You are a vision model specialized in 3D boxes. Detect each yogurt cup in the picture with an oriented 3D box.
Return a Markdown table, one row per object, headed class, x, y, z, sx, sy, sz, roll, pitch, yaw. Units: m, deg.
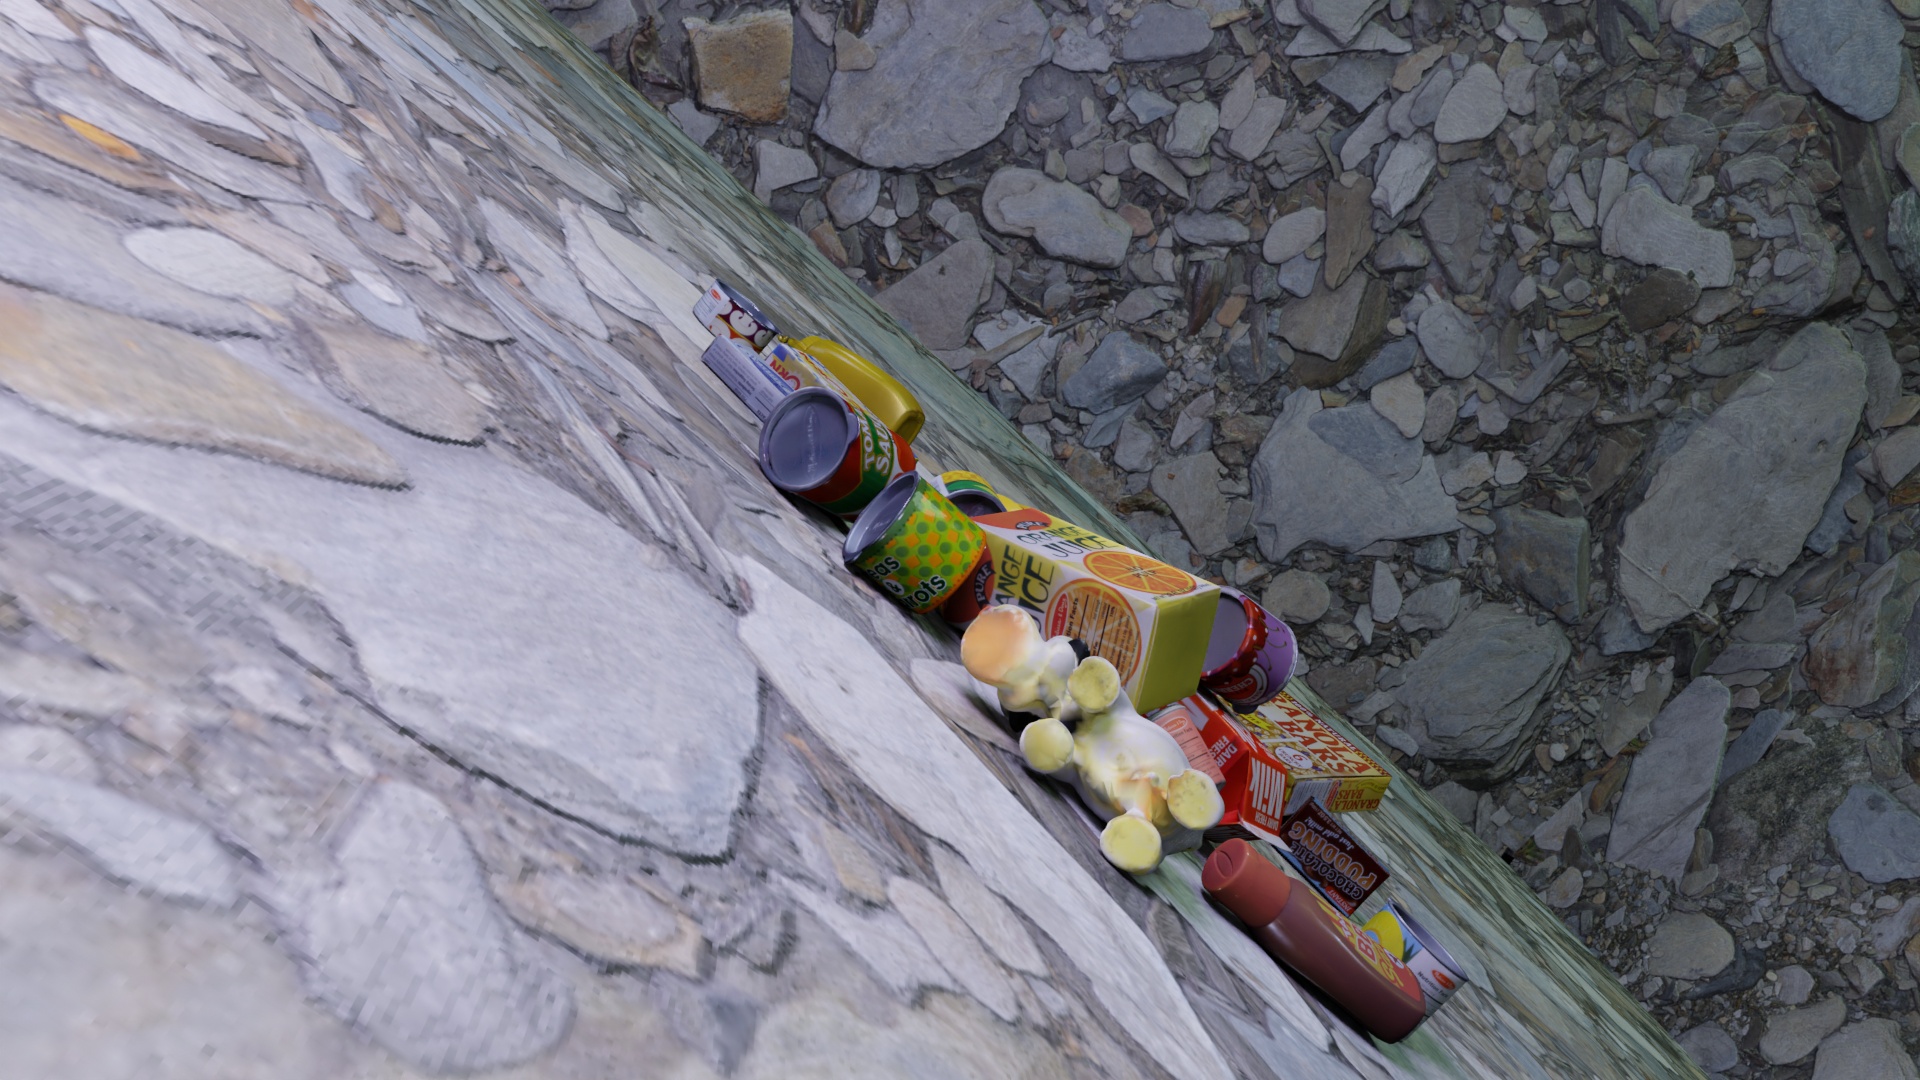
| class | x | y | z | sx | sy | sz | roll | pitch | yaw |
| --- | --- | --- | --- | --- | --- | --- | --- | --- | --- |
| yogurt cup | 0.122 | 0.139 | 0.834 | 0.054 | 0.072 | 0.072 | 54 | 12 | 22 |

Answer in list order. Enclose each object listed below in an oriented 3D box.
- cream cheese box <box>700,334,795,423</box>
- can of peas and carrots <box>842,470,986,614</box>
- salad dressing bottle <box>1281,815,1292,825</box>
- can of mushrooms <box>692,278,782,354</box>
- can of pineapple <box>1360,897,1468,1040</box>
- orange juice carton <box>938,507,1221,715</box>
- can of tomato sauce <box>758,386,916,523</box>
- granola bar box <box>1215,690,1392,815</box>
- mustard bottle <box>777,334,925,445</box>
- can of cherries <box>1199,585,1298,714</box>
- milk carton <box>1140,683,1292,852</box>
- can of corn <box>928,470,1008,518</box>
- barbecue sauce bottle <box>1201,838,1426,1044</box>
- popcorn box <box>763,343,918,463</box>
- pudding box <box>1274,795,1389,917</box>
| class | x | y | z | sx | sy | sz | roll | pitch | yaw |
| --- | --- | --- | --- | --- | --- | --- | --- | --- | --- |
| cream cheese box | -0.135 | -0.102 | 0.993 | 0.104 | 0.024 | 0.053 | 45 | 8 | 15 |
| can of peas and carrots | -0.028 | 0.003 | 0.824 | 0.058 | 0.071 | 0.071 | 41 | 8 | -18 |
| salad dressing bottle | 0.289 | 0.226 | 1.238 | 0.064 | 0.044 | 0.148 | 35 | 11 | -21 |
| can of mushrooms | -0.182 | -0.178 | 1.134 | 0.071 | 0.033 | 0.071 | 41 | 8 | -6 |
| can of pineapple | 0.279 | 0.274 | 0.890 | 0.071 | 0.058 | 0.071 | 42 | 8 | -7 |
| orange juice carton | 0.057 | 0.033 | 0.863 | 0.193 | 0.072 | 0.072 | 25 | 22 | 36 |
| can of tomato sauce | -0.073 | -0.052 | 0.866 | 0.071 | 0.071 | 0.083 | 47 | 9 | 30 |
| granola bar box | 0.278 | 0.177 | 1.225 | 0.124 | 0.039 | 0.166 | 6 | 23 | -35 |
| mustard bottle | -0.101 | -0.134 | 1.186 | 0.160 | 0.065 | 0.049 | 42 | 11 | 25 |
| can of cherries | 0.181 | 0.073 | 0.922 | 0.058 | 0.071 | 0.072 | 33 | 12 | -40 |
| milk carton | 0.149 | 0.136 | 0.937 | 0.191 | 0.073 | 0.072 | 49 | 10 | 36 |
| can of corn | 0.004 | -0.013 | 1.038 | 0.071 | 0.071 | 0.058 | 40 | 8 | -18 |
| barbecue sauce bottle | 0.205 | 0.231 | 0.814 | 0.148 | 0.043 | 0.065 | 40 | 10 | -15 |
| popcorn box | -0.097 | -0.095 | 1.087 | 0.127 | 0.038 | 0.085 | 44 | 9 | 10 |
| pudding box | 0.293 | 0.251 | 1.105 | 0.084 | 0.049 | 0.030 | 45 | 7 | 15 |
